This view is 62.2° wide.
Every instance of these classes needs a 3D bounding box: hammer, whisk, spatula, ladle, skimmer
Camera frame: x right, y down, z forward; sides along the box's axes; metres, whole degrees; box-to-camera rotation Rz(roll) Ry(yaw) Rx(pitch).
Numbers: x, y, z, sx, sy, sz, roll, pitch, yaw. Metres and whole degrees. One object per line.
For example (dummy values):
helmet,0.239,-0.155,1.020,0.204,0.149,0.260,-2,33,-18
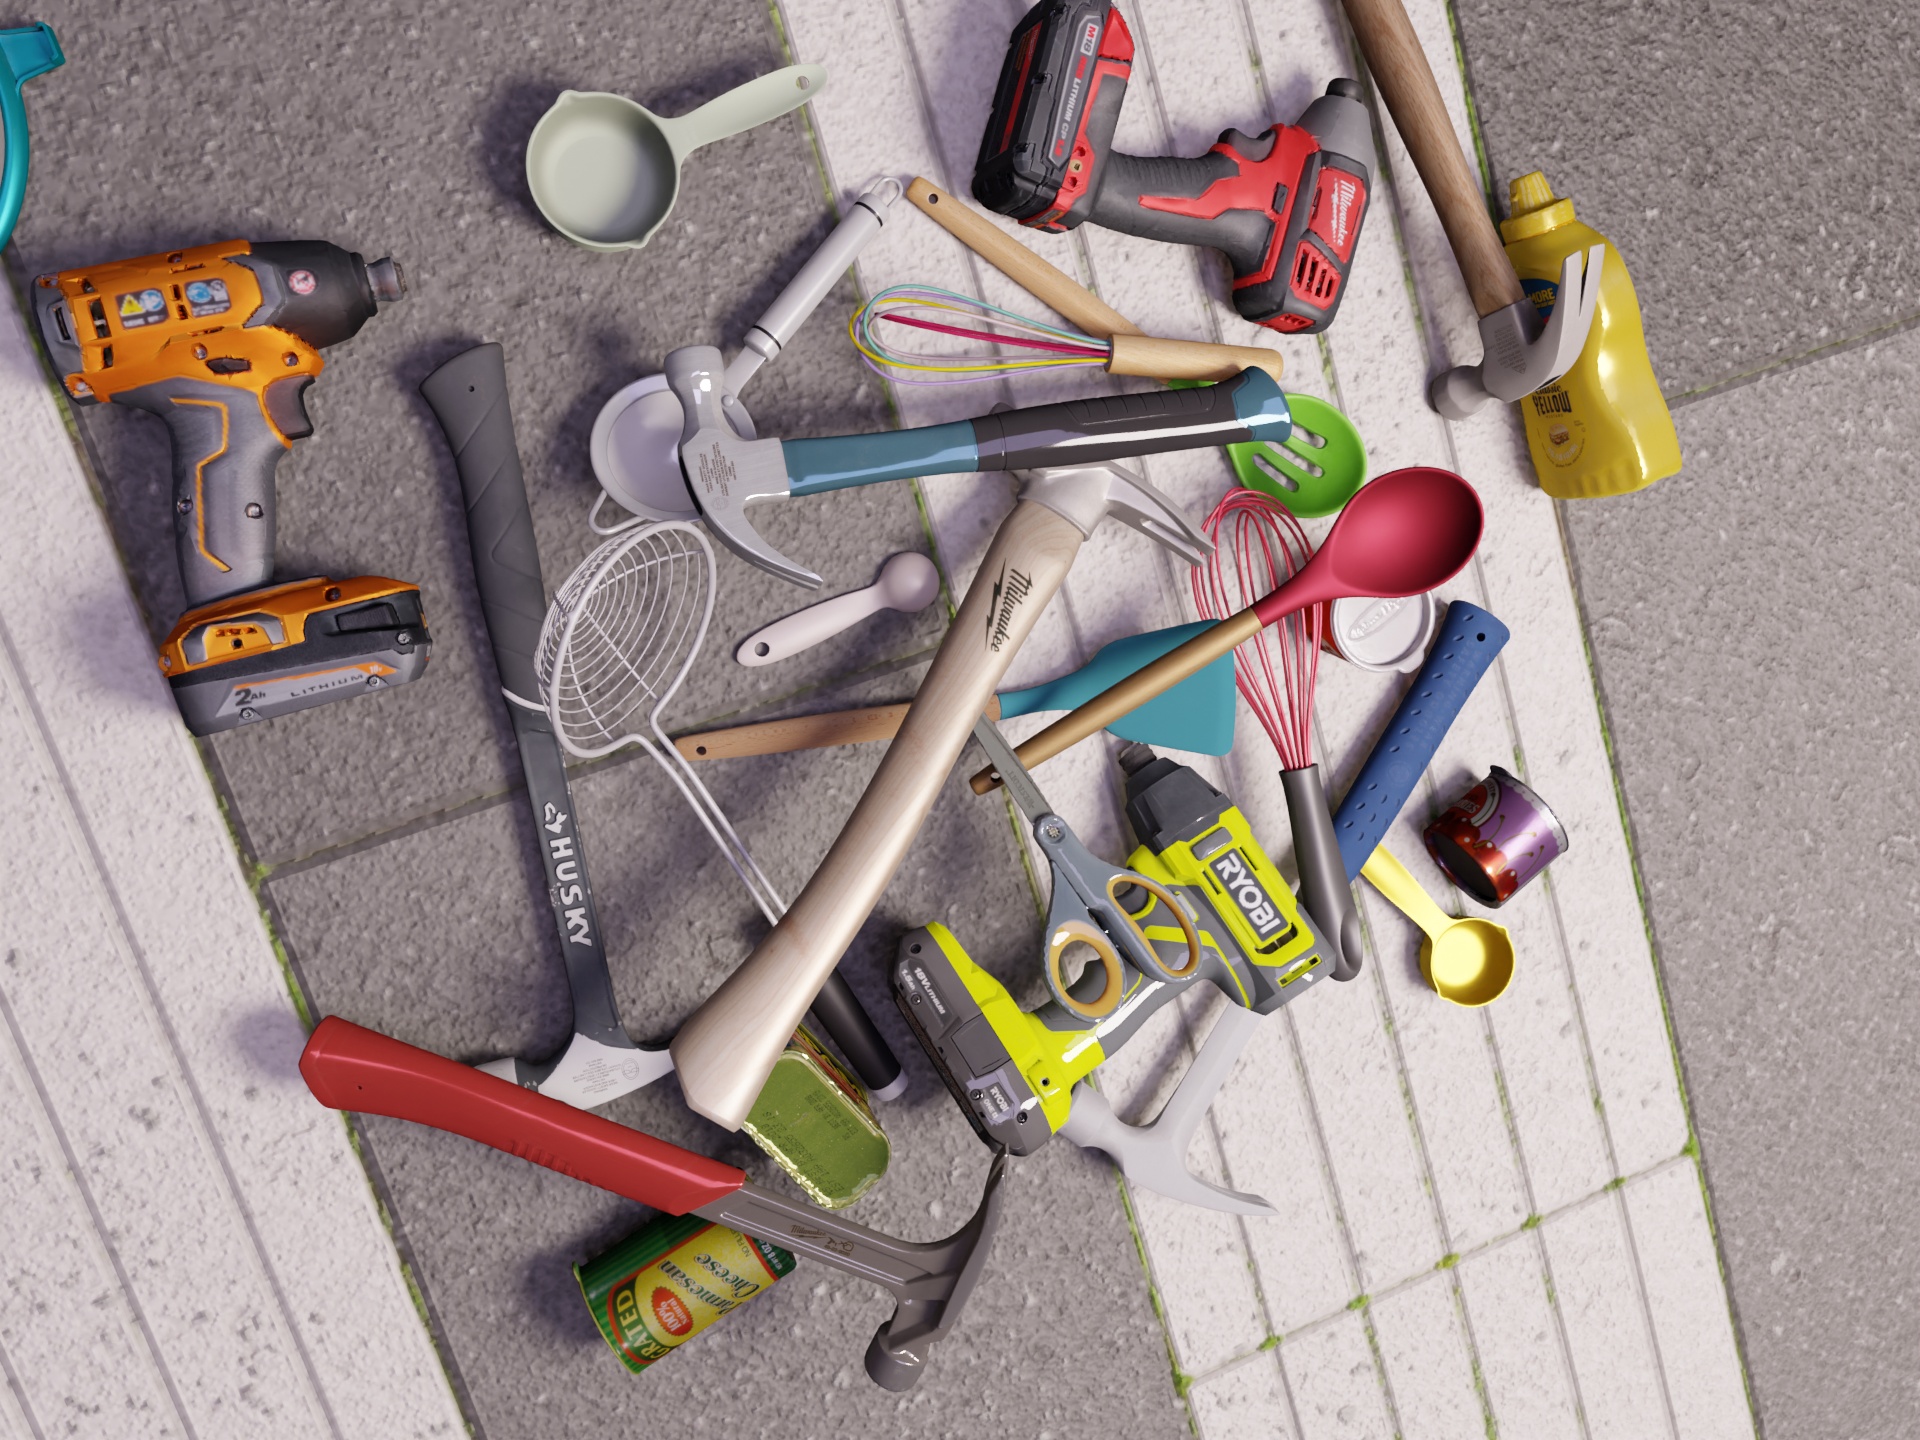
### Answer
hammer,-0.159,0.223,0.816,0.359,0.037,0.149,22,108,-3
hammer,0.019,-0.148,0.838,0.331,0.033,0.128,-10,89,-14
whisk,0.060,-0.208,0.876,0.245,0.047,0.051,3,118,-11
hammer,0.220,0.110,0.968,0.144,0.035,0.405,33,85,-2
hammer,-0.016,0.029,0.833,0.146,0.038,0.411,30,74,0
spatula,-0.001,-0.003,0.896,0.317,0.044,0.082,-8,109,-12
hammer,-0.219,0.008,0.844,0.149,0.036,0.409,-11,99,-15
ladle,0.141,-0.042,0.877,0.315,0.031,0.069,-31,97,6
whisk,0.192,0.009,0.927,0.073,0.073,0.296,-14,92,-14
hammer,0.266,-0.341,0.907,0.031,0.130,0.331,-27,95,-26
skimmer,-0.103,0.065,0.839,0.127,0.090,0.363,-49,118,-40

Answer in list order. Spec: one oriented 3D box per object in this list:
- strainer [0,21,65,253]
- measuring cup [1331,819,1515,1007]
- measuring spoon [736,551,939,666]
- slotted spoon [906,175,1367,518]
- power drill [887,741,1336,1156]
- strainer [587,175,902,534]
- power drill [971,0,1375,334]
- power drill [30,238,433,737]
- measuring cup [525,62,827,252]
strainer,-0.561,-0.212,0.691,0.211,0.095,0.340,24,89,-17
measuring cup,0.285,0.117,1.007,0.062,0.029,0.156,-45,94,-5
measuring spoon,-0.067,-0.058,0.886,0.124,0.018,0.034,-25,103,-10
slotted spoon,0.102,-0.215,0.910,0.313,0.031,0.070,31,96,-15
power drill,0.077,0.127,0.905,0.223,0.080,0.171,-31,76,-12
strainer,-0.109,-0.193,0.847,0.087,0.050,0.258,36,80,4
power drill,0.129,-0.314,0.882,0.219,0.079,0.143,15,93,-19
power drill,-0.331,-0.120,0.775,0.164,0.084,0.226,-16,97,-14
measuring cup,-0.146,-0.300,0.826,0.167,0.038,0.083,-29,103,-12
